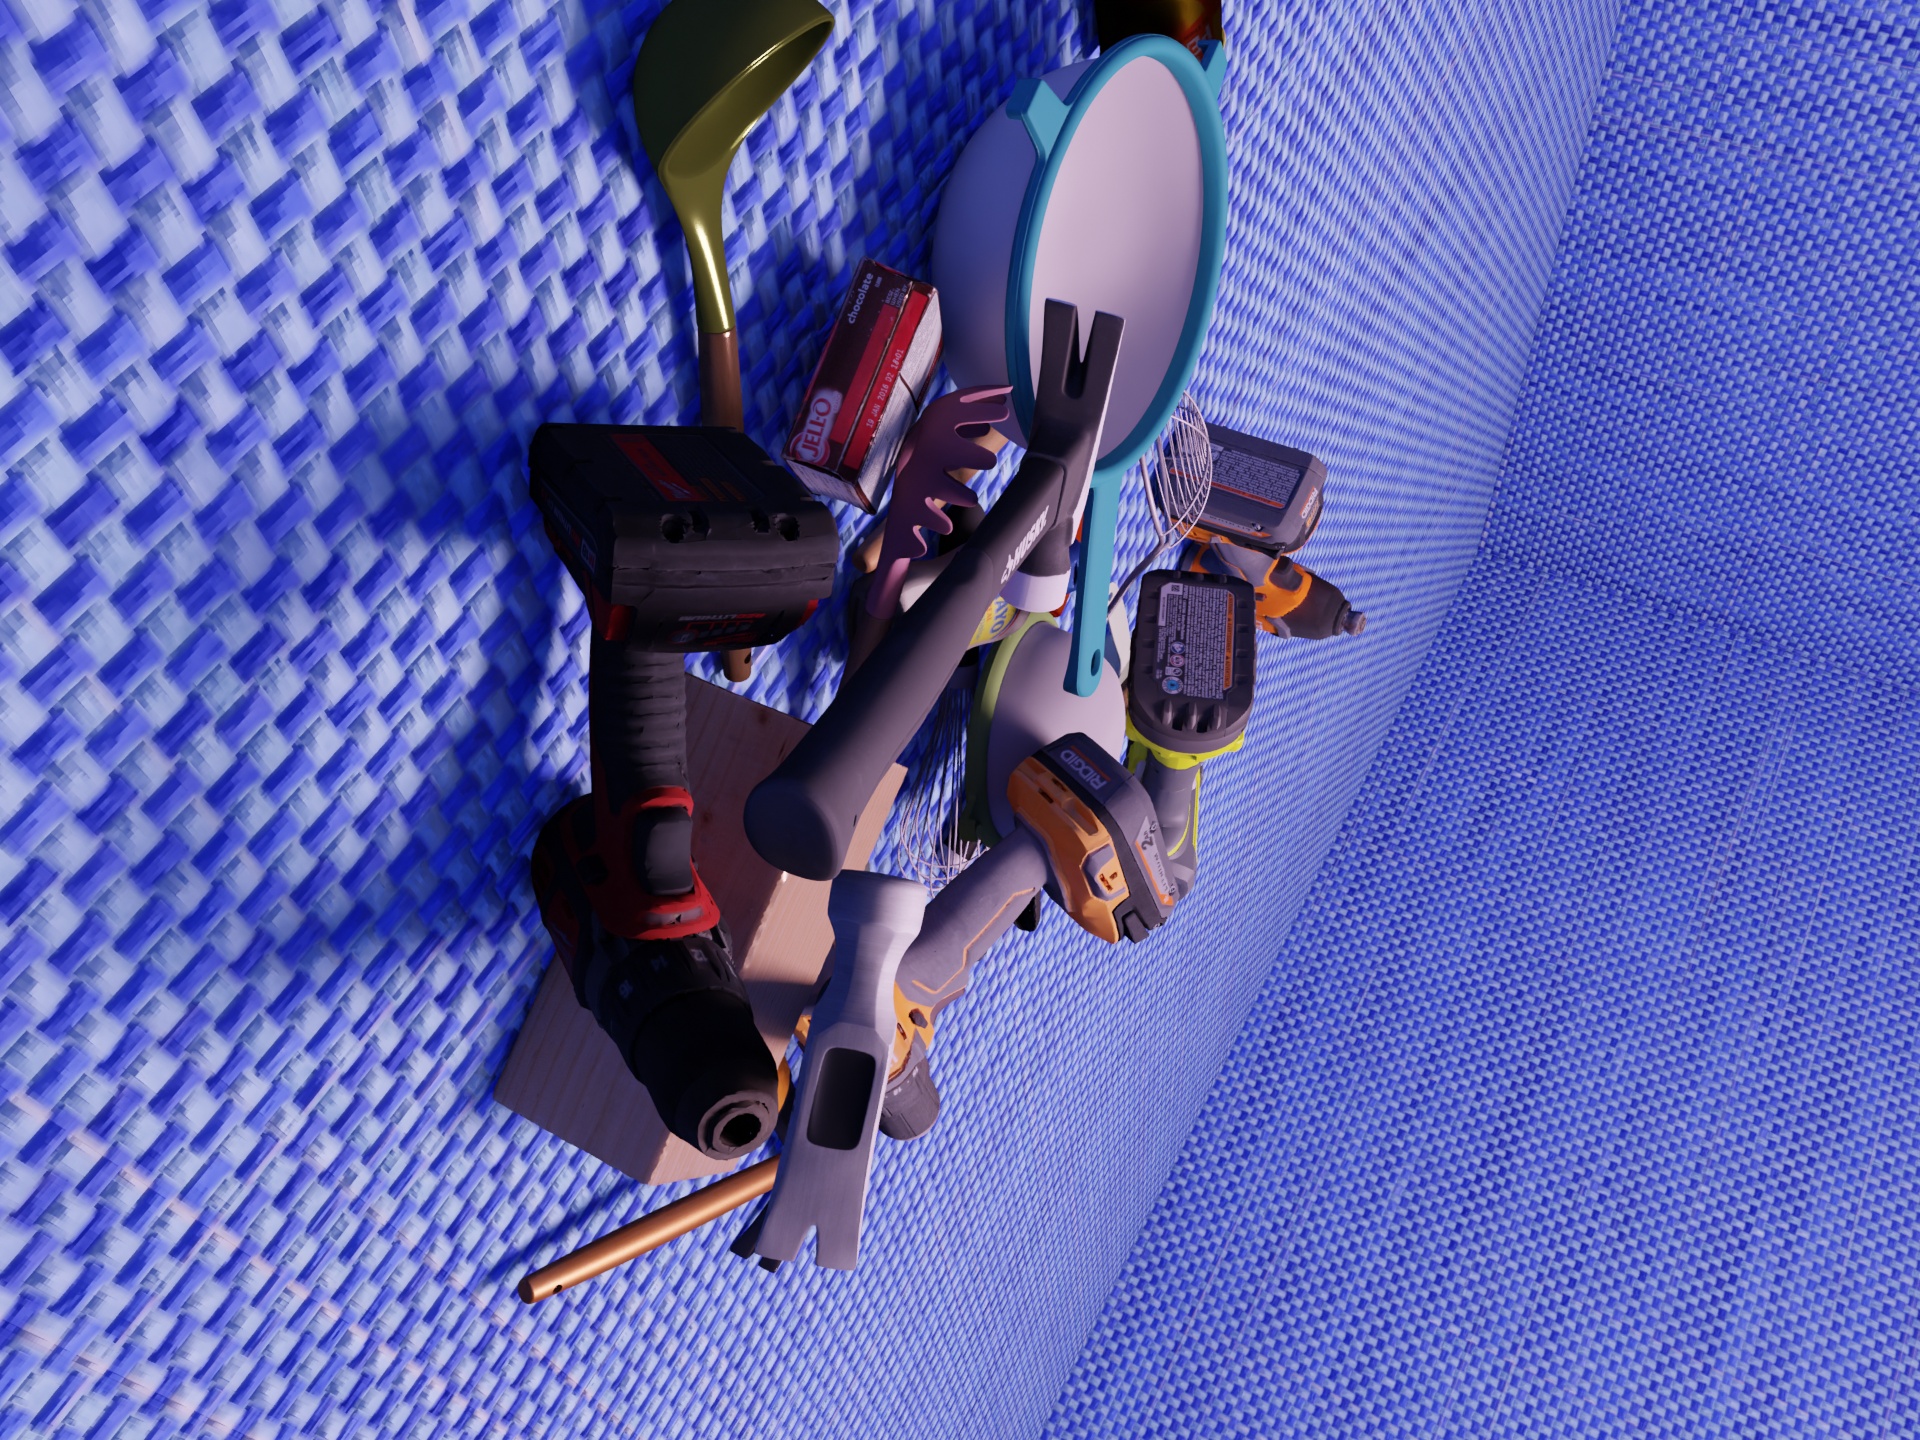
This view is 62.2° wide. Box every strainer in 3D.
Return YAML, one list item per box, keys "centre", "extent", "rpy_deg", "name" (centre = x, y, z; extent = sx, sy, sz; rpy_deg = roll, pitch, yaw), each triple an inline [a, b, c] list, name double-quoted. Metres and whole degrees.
- centre: [0.044, -0.173, 0.816]
  extent: [0.211, 0.095, 0.340]
  rpy_deg: [-37, 138, -47]
  name: "strainer"
- centre: [0.079, 0.019, 1.012]
  extent: [0.256, 0.069, 0.151]
  rpy_deg: [27, 74, -66]
  name: "strainer"

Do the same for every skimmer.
- centre: [0.065, -0.070, 1.095]
  extent: [0.363, 0.090, 0.127]
  rpy_deg: [-58, 164, 3]
  name: "skimmer"

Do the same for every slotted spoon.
- centre: [0.030, -0.174, 0.907]
  extent: [0.314, 0.031, 0.070]
  rpy_deg: [-49, 155, -37]
  name: "slotted spoon"

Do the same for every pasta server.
- centre: [-0.039, -0.032, 0.785]
  extent: [0.060, 0.040, 0.316]
  rpy_deg: [-82, -171, -49]
  name: "pasta server"

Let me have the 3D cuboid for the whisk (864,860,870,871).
- centre: [-0.064, 0.132, 0.966]
  extent: [0.058, 0.059, 0.246]
  rpy_deg: [-100, -175, -48]
  name: "whisk"

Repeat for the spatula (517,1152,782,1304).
- centre: [-0.119, 0.250, 0.886]
  extent: [0.322, 0.041, 0.081]
  rpy_deg: [-10, 123, -54]
  name: "spatula"

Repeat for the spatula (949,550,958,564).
- centre: [-0.051, 0.042, 0.847]
  extent: [0.060, 0.018, 0.315]
  rpy_deg: [-84, -166, -53]
  name: "spatula"

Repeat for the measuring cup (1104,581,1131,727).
- centre: [0.111, -0.056, 1.216]
  extent: [0.083, 0.038, 0.167]
  rpy_deg: [-56, 151, -24]
  name: "measuring cup"

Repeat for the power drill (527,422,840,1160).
- centre: [-0.103, 0.024, 0.569]
  extent: [0.080, 0.188, 0.226]
  rpy_deg: [-4, 119, -28]
  name: "power drill"

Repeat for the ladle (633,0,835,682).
- centre: [-0.085, -0.129, 0.626]
  extent: [0.078, 0.062, 0.319]
  rpy_deg: [-50, 156, -39]
  name: "ladle"

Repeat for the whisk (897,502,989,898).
- centre: [0.000, -0.003, 0.963]
  extent: [0.070, 0.070, 0.284]
  rpy_deg: [-42, 143, -49]
  name: "whisk"

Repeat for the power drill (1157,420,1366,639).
- centre: [0.249, -0.139, 1.292]
  extent: [0.084, 0.164, 0.226]
  rpy_deg: [-62, 157, -14]
  name: "power drill"

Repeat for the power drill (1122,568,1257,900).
- centre: [0.148, 0.003, 1.105]
  extent: [0.223, 0.080, 0.171]
  rpy_deg: [92, 6, -57]
  name: "power drill"

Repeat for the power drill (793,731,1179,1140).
- centre: [0.012, 0.132, 0.891]
  extent: [0.226, 0.084, 0.185]
  rpy_deg: [-35, 136, -12]
  name: "power drill"

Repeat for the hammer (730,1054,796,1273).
- centre: [-0.118, 0.211, 0.921]
  extent: [0.127, 0.034, 0.336]
  rpy_deg: [-57, 157, -28]
  name: "hammer"

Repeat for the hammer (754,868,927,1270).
- centre: [-0.046, 0.128, 0.632]
  extent: [0.331, 0.033, 0.128]
  rpy_deg: [120, -19, -82]
  name: "hammer"

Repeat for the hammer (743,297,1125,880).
- centre: [0.000, -0.049, 0.587]
  extent: [0.335, 0.035, 0.146]
  rpy_deg: [-57, 162, -57]
  name: "hammer"

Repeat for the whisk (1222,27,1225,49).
- centre: [0.082, -0.295, 0.891]
  extent: [0.245, 0.047, 0.051]
  rpy_deg: [-61, 160, -8]
  name: "whisk"

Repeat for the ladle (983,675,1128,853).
- centre: [0.101, 0.011, 1.179]
  extent: [0.315, 0.031, 0.069]
  rpy_deg: [-49, 152, -32]
  name: "ladle"
